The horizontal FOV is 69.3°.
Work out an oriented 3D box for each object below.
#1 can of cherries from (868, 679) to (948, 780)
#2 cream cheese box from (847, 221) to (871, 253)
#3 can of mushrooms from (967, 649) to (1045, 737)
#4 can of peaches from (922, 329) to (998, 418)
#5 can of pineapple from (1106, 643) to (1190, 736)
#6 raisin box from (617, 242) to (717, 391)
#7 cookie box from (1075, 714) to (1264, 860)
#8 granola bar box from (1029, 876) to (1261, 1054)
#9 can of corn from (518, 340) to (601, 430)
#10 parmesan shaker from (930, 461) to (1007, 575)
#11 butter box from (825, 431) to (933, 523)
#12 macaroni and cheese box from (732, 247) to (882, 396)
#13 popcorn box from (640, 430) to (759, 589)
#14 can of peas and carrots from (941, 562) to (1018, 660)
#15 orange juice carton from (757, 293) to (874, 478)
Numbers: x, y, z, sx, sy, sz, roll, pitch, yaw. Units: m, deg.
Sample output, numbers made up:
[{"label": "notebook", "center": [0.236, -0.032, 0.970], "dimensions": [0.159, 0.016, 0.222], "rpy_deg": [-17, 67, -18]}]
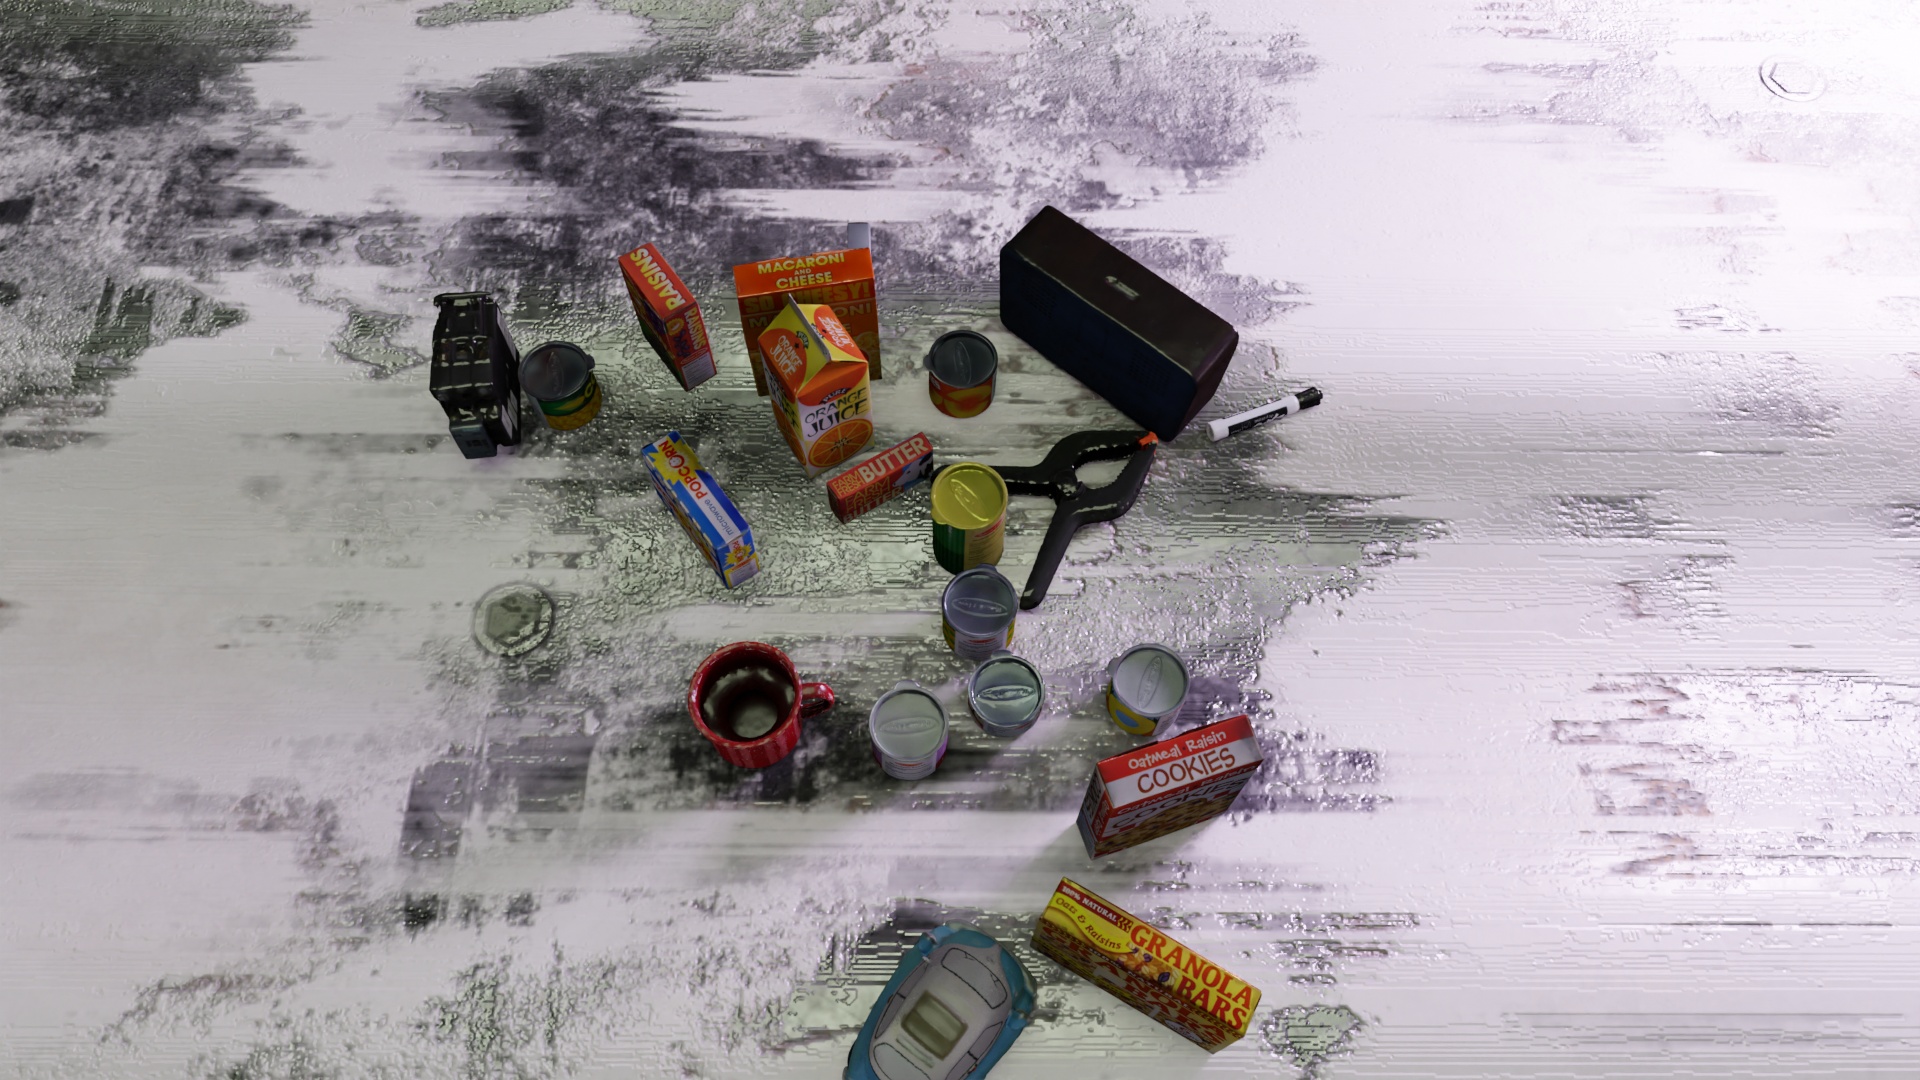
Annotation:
[{"label": "can of cherries", "center": [-0.043, 0.161, 1.173], "dimensions": [0.071, 0.058, 0.072], "rpy_deg": [0, 64, -1]}, {"label": "cream cheese box", "center": [-0.100, -0.259, 1.382], "dimensions": [0.024, 0.053, 0.104], "rpy_deg": [-1, 64, -2]}, {"label": "can of mushrooms", "center": [0.039, 0.133, 1.202], "dimensions": [0.071, 0.033, 0.071], "rpy_deg": [0, 64, -1]}, {"label": "can of peaches", "center": [0.000, -0.159, 1.332], "dimensions": [0.071, 0.057, 0.071], "rpy_deg": [0, 64, -1]}, {"label": "can of pineapple", "center": [0.159, 0.128, 1.193], "dimensions": [0.071, 0.057, 0.071], "rpy_deg": [0, 64, -1]}, {"label": "raisin box", "center": [-0.277, -0.211, 1.316], "dimensions": [0.040, 0.123, 0.086], "rpy_deg": [-32, 69, -15]}, {"label": "cookie box", "center": [0.161, 0.197, 1.098], "dimensions": [0.123, 0.166, 0.040], "rpy_deg": [-17, 66, -9]}, {"label": "granola bar box", "center": [0.137, 0.325, 1.058], "dimensions": [0.166, 0.123, 0.039], "rpy_deg": [28, 67, 12]}, {"label": "can of corn", "center": [-0.377, -0.147, 1.319], "dimensions": [0.071, 0.058, 0.071], "rpy_deg": [0, 64, -1]}, {"label": "parmesan shaker", "center": [0.004, -0.015, 1.236], "dimensions": [0.071, 0.102, 0.071], "rpy_deg": [0, 64, -1]}, {"label": "butter box", "center": [-0.073, -0.057, 1.283], "dimensions": [0.104, 0.053, 0.024], "rpy_deg": [-29, 68, -14]}, {"label": "macaroni and cheese box", "center": [-0.139, -0.201, 1.290], "dimensions": [0.124, 0.165, 0.040], "rpy_deg": [-9, 65, -5]}, {"label": "popcorn box", "center": [-0.232, -0.027, 1.247], "dimensions": [0.038, 0.085, 0.127], "rpy_deg": [-34, 69, -16]}, {"label": "can of peas and carrots", "center": [0.017, 0.063, 1.222], "dimensions": [0.071, 0.058, 0.071], "rpy_deg": [0, 64, -1]}, {"label": "orange juice carton", "center": [-0.128, -0.141, 1.246], "dimensions": [0.073, 0.191, 0.072], "rpy_deg": [-28, 68, -14]}]
